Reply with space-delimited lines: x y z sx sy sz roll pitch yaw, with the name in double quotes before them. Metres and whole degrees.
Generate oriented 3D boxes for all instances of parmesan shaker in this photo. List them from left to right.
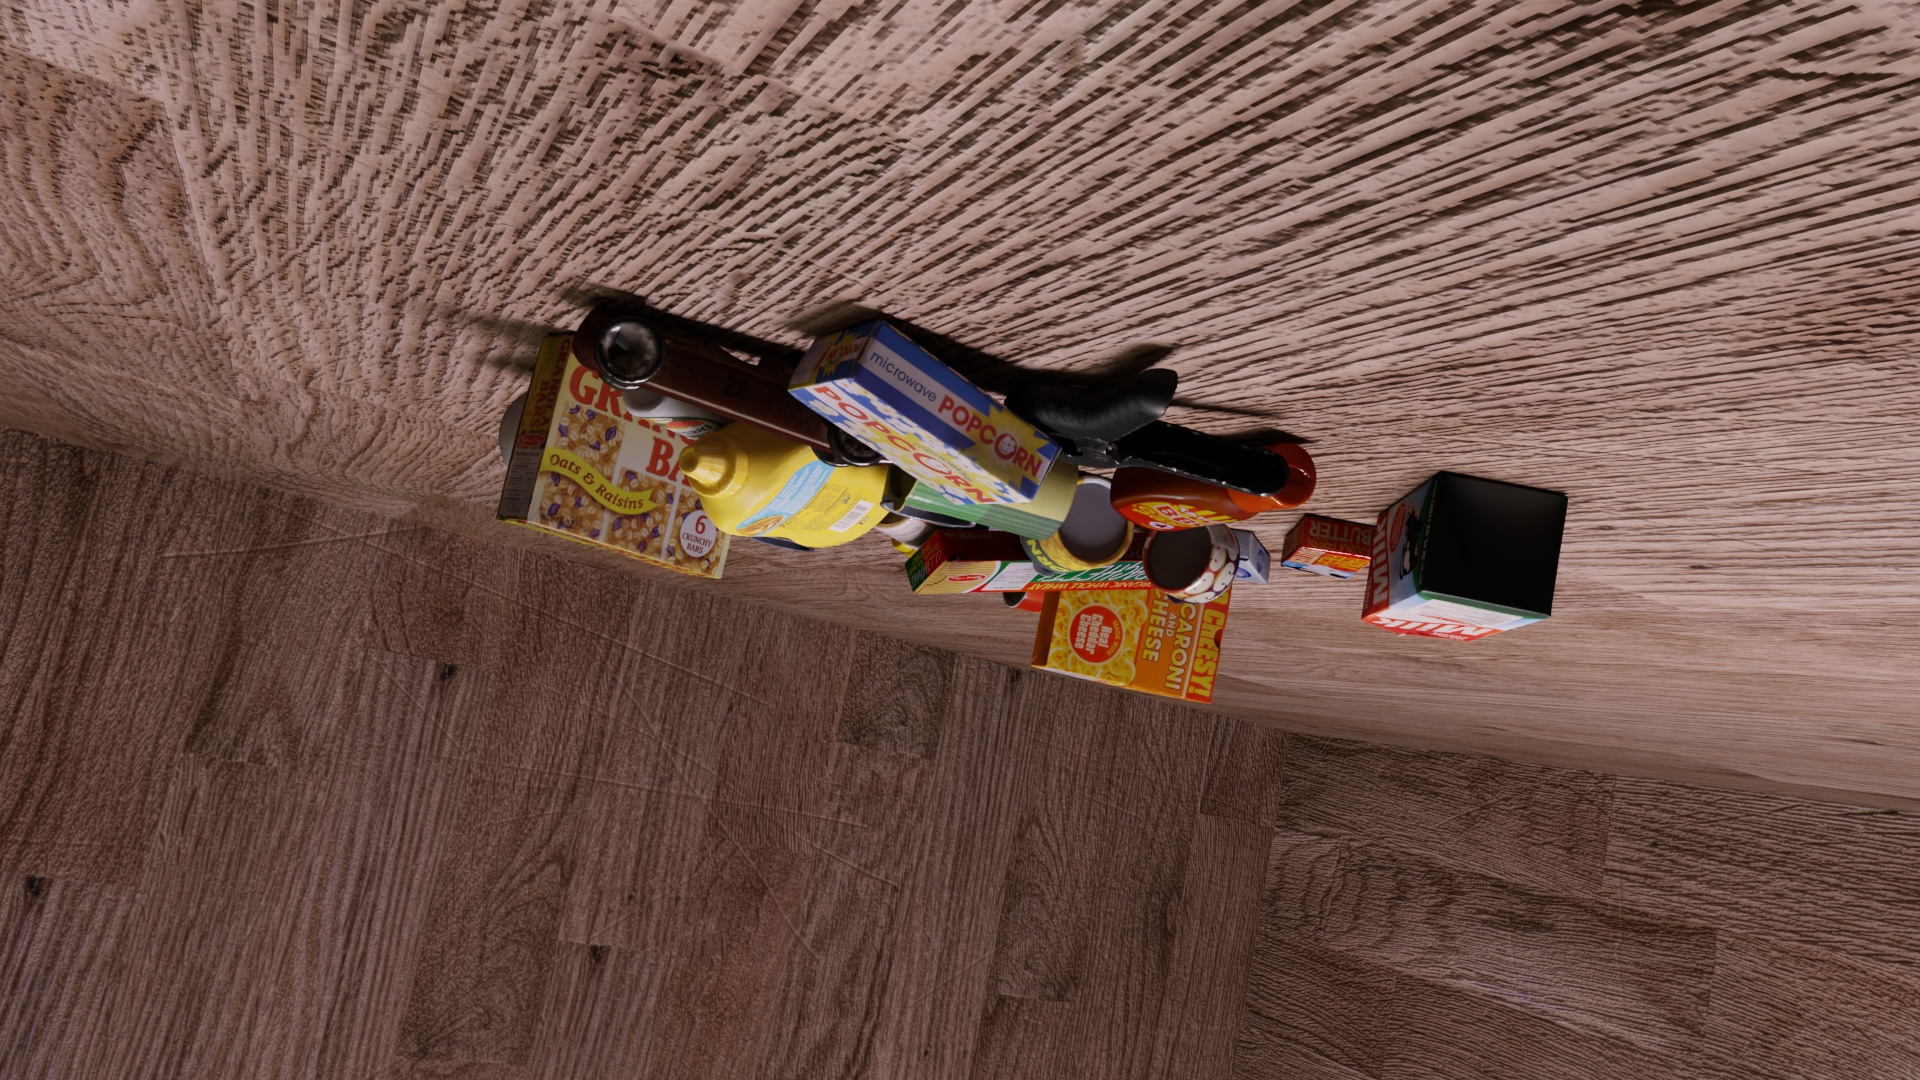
"parmesan shaker" 0.013 -0.040 0.873 0.103 0.071 0.071 15 171 -22

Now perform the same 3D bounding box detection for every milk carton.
"milk carton" 0.300 0.017 0.858 0.073 0.072 0.190 11 171 5

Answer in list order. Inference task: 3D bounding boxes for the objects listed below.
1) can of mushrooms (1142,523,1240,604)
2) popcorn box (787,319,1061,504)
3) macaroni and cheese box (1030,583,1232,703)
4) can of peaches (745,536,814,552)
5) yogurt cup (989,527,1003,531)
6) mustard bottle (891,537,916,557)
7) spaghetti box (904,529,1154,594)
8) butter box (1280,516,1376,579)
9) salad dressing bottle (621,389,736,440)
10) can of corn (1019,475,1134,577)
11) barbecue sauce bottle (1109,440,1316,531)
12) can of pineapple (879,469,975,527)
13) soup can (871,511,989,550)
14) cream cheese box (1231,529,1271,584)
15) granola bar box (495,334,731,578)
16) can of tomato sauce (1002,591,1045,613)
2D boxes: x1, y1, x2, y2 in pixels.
"can of mushrooms" 0.169 0.014 1.027 0.071 0.071 0.033 3 166 44
"popcorn box" -0.021 -0.066 0.751 0.126 0.038 0.085 33 164 -25
"macaroni and cheese box" 0.156 0.071 1.247 0.166 0.124 0.040 14 172 -17
"can of peaches" -0.159 -0.025 1.273 0.071 0.058 0.071 12 171 2
"yogurt cup" 0.004 -0.014 1.103 0.054 0.072 0.072 -2 166 28
"mustard bottle" -0.010 0.001 1.271 0.160 0.049 0.065 16 171 -26
"spaghetti box" 0.072 0.017 1.065 0.250 0.029 0.050 0 149 -38
"butter box" 0.264 0.006 0.999 0.053 0.024 0.103 10 172 7
"salad dressing bottle" -0.160 -0.083 0.923 0.064 0.044 0.147 2 168 29
"can of corn" 0.082 -0.009 0.994 0.071 0.071 0.058 15 170 -19
"barbecue sauce bottle" 0.151 -0.033 0.828 0.065 0.044 0.148 16 170 -23
"can of pineapple" -0.017 -0.044 0.936 0.071 0.058 0.071 12 172 2
"soup can" -0.026 -0.029 1.031 0.071 0.071 0.083 6 165 35
"cream cheese box" 0.214 0.012 1.112 0.053 0.024 0.103 8 171 22
"granola bar box" -0.219 -0.052 0.932 0.039 0.124 0.165 5 169 38
"can of tomato sauce" 0.091 0.041 1.339 0.083 0.071 0.071 15 171 -22
